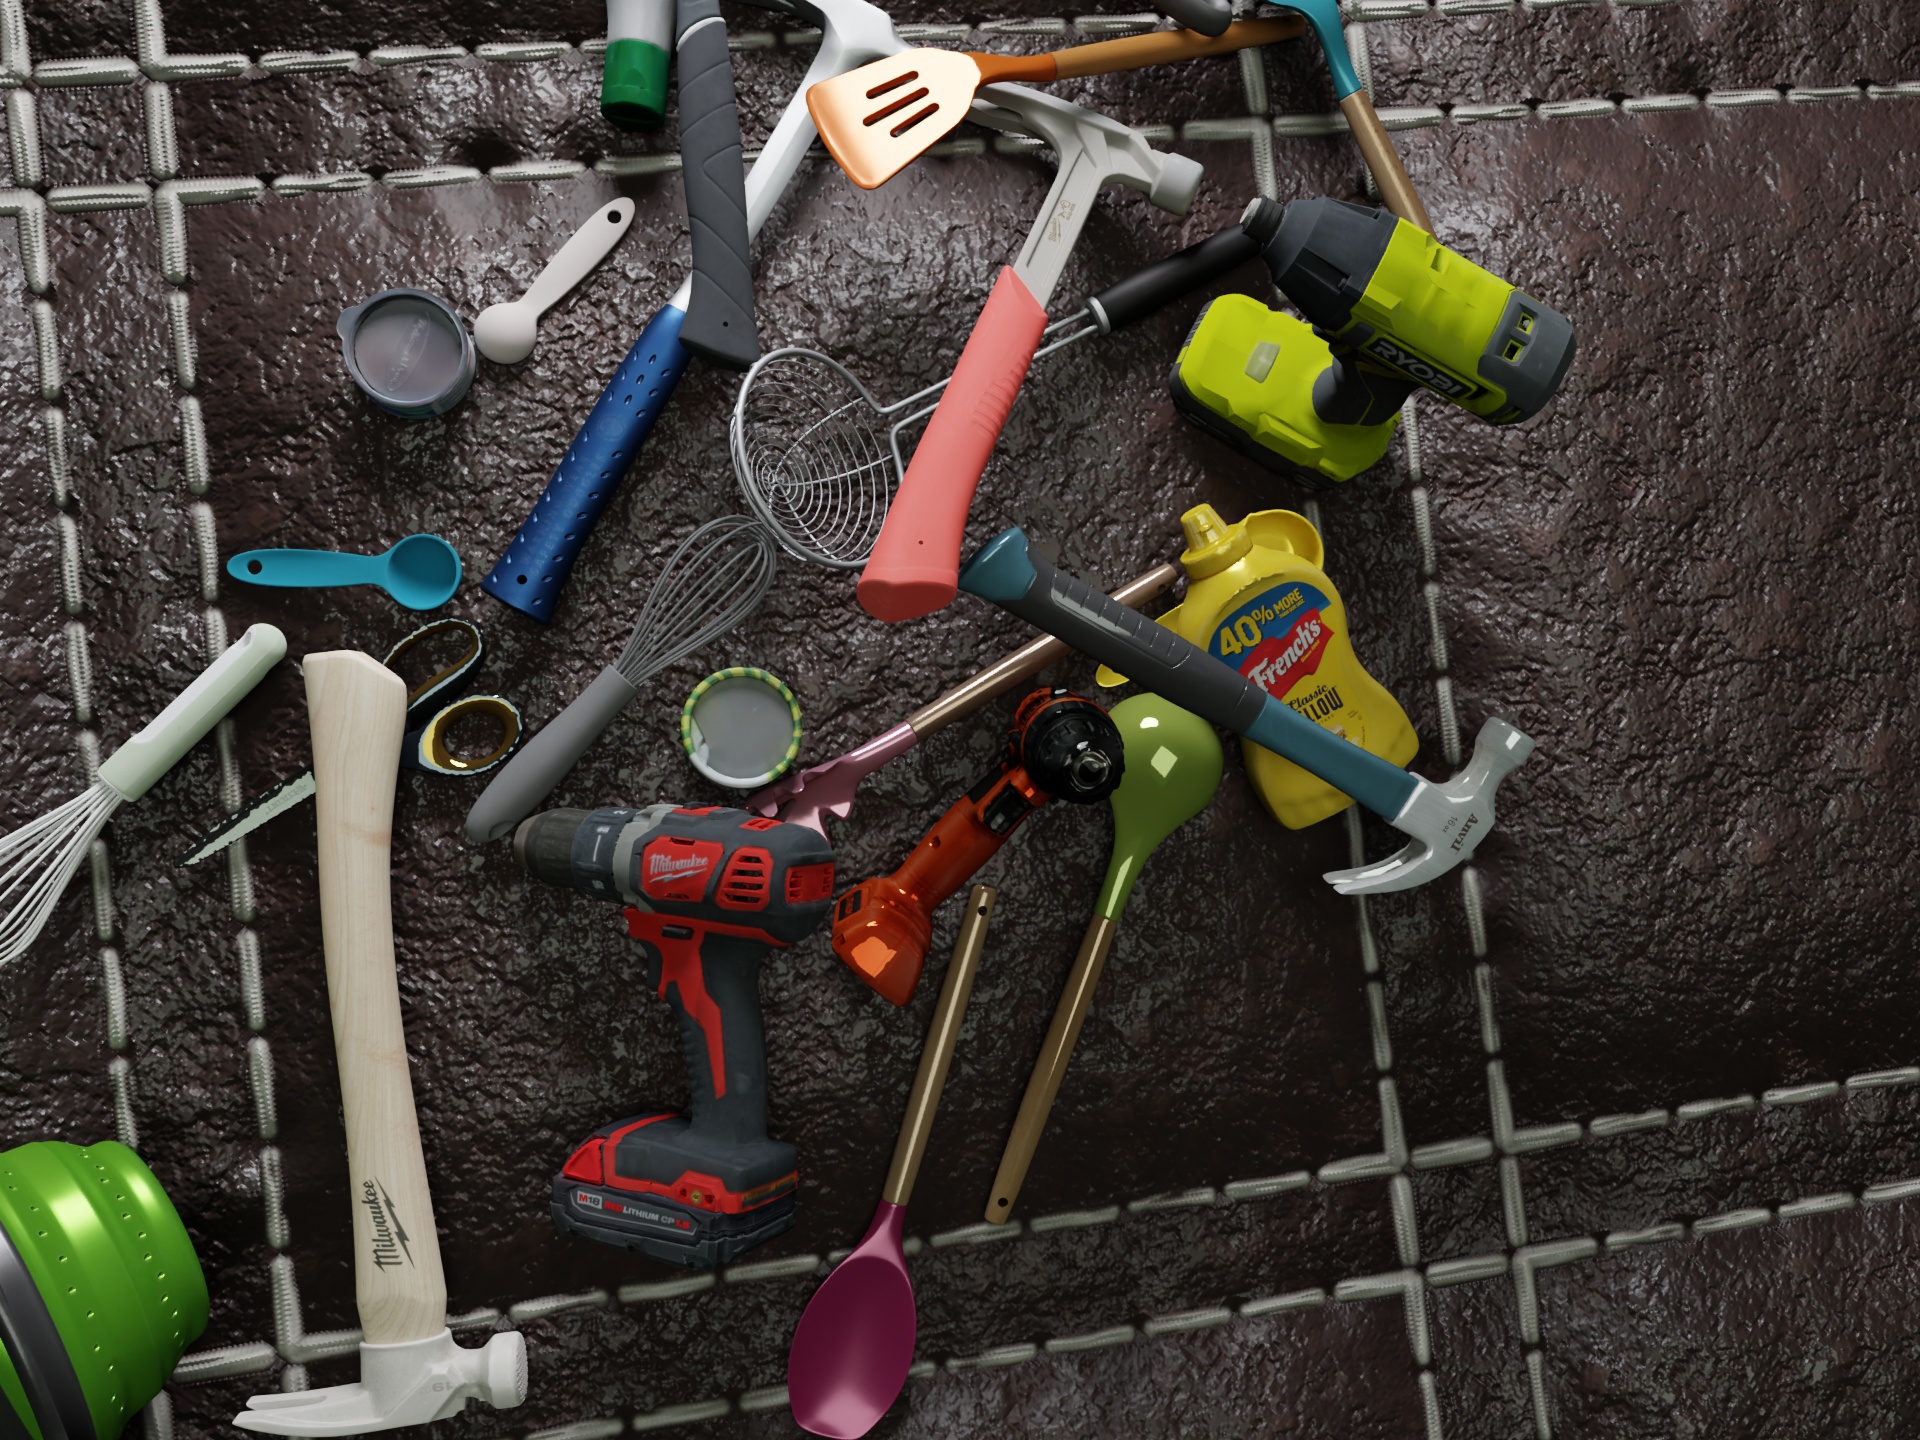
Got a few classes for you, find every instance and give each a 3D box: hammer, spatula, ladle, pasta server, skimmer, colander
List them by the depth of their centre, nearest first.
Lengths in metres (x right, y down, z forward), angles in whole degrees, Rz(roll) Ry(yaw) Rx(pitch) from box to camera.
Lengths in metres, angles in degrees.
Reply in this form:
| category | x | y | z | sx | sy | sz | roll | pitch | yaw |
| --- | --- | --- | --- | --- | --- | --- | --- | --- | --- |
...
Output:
| category | x | y | z | sx | sy | sz | roll | pitch | yaw |
| --- | --- | --- | --- | --- | --- | --- | --- | --- | --- |
| colander | -0.486 | 0.212 | 0.797 | 0.094 | 0.204 | 0.397 | -26 | 73 | -43 |
| hammer | -0.323 | 0.169 | 0.845 | 0.146 | 0.038 | 0.410 | -5 | 90 | -8 |
| hammer | 0.014 | -0.206 | 0.853 | 0.149 | 0.036 | 0.359 | 22 | 61 | 2 |
| hammer | 0.149 | -0.012 | 0.869 | 0.331 | 0.033 | 0.128 | 29 | 97 | -11 |
| hammer | -0.139 | -0.396 | 0.874 | 0.149 | 0.036 | 0.409 | -4 | 90 | -16 |
| skimmer | 0.036 | -0.206 | 0.902 | 0.363 | 0.090 | 0.127 | -29 | 102 | -10 |
| hammer | -0.156 | -0.241 | 0.903 | 0.144 | 0.035 | 0.405 | 30 | 83 | -6 |
| pasta server | -0.001 | -0.003 | 0.913 | 0.316 | 0.060 | 0.040 | -32 | 49 | -11 |
| ladle | 0.073 | 0.137 | 0.921 | 0.078 | 0.062 | 0.320 | 20 | 91 | -5 |
| spatula | 0.069 | -0.375 | 0.922 | 0.322 | 0.041 | 0.081 | -20 | 68 | -24 |
| spatula | 0.242 | -0.352 | 0.965 | 0.082 | 0.044 | 0.317 | -36 | 103 | -27 |

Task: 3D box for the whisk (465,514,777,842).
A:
| category | x | y | z | sx | sy | sz | roll | pitch | yaw |
| --- | --- | --- | --- | --- | --- | --- | --- | --- | --- |
| whisk | -0.188 | -0.023 | 0.882 | 0.055 | 0.055 | 0.239 | 43 | 85 | -4 |

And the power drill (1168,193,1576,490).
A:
| category | x | y | z | sx | sy | sz | roll | pitch | yaw |
| --- | --- | --- | --- | --- | --- | --- | --- | --- | --- |
| power drill | 0.201 | -0.204 | 0.860 | 0.171 | 0.223 | 0.080 | 27 | 83 | -7 |

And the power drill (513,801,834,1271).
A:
| category | x | y | z | sx | sy | sz | roll | pitch | yaw |
| --- | --- | --- | --- | --- | --- | --- | --- | --- | --- |
| power drill | -0.161 | 0.154 | 0.839 | 0.188 | 0.080 | 0.227 | 5 | 92 | 26 |

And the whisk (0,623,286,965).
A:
| category | x | y | z | sx | sy | sz | roll | pitch | yaw |
| --- | --- | --- | --- | --- | --- | --- | --- | --- | --- |
| whisk | -0.452 | 0.040 | 0.838 | 0.246 | 0.058 | 0.059 | -48 | 129 | -12 |

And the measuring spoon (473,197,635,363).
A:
| category | x | y | z | sx | sy | sz | roll | pitch | yaw |
| --- | --- | --- | --- | --- | --- | --- | --- | --- | --- |
| measuring spoon | -0.228 | -0.253 | 0.901 | 0.034 | 0.018 | 0.124 | 41 | 81 | -5 |

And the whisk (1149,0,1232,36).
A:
| category | x | y | z | sx | sy | sz | roll | pitch | yaw |
| --- | --- | --- | --- | --- | --- | --- | --- | --- | --- |
| whisk | 0.037 | -0.491 | 0.924 | 0.296 | 0.073 | 0.073 | 36 | 82 | -2 |

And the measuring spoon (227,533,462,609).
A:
| category | x | y | z | sx | sy | sz | roll | pitch | yaw |
| --- | --- | --- | --- | --- | --- | --- | --- | --- | --- |
| measuring spoon | -0.338 | -0.082 | 0.879 | 0.128 | 0.021 | 0.042 | 2 | 86 | 0 |

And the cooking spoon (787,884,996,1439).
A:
| category | x | y | z | sx | sy | sz | roll | pitch | yaw |
| --- | --- | --- | --- | --- | --- | --- | --- | --- | --- |
| cooking spoon | -0.030 | 0.248 | 0.904 | 0.068 | 0.017 | 0.319 | 17 | 85 | -8 |

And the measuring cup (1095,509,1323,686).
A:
| category | x | y | z | sx | sy | sz | roll | pitch | yaw |
| --- | --- | --- | --- | --- | --- | --- | --- | --- | --- |
| measuring cup | 0.144 | -0.069 | 0.950 | 0.156 | 0.029 | 0.062 | -35 | 100 | 3 |
